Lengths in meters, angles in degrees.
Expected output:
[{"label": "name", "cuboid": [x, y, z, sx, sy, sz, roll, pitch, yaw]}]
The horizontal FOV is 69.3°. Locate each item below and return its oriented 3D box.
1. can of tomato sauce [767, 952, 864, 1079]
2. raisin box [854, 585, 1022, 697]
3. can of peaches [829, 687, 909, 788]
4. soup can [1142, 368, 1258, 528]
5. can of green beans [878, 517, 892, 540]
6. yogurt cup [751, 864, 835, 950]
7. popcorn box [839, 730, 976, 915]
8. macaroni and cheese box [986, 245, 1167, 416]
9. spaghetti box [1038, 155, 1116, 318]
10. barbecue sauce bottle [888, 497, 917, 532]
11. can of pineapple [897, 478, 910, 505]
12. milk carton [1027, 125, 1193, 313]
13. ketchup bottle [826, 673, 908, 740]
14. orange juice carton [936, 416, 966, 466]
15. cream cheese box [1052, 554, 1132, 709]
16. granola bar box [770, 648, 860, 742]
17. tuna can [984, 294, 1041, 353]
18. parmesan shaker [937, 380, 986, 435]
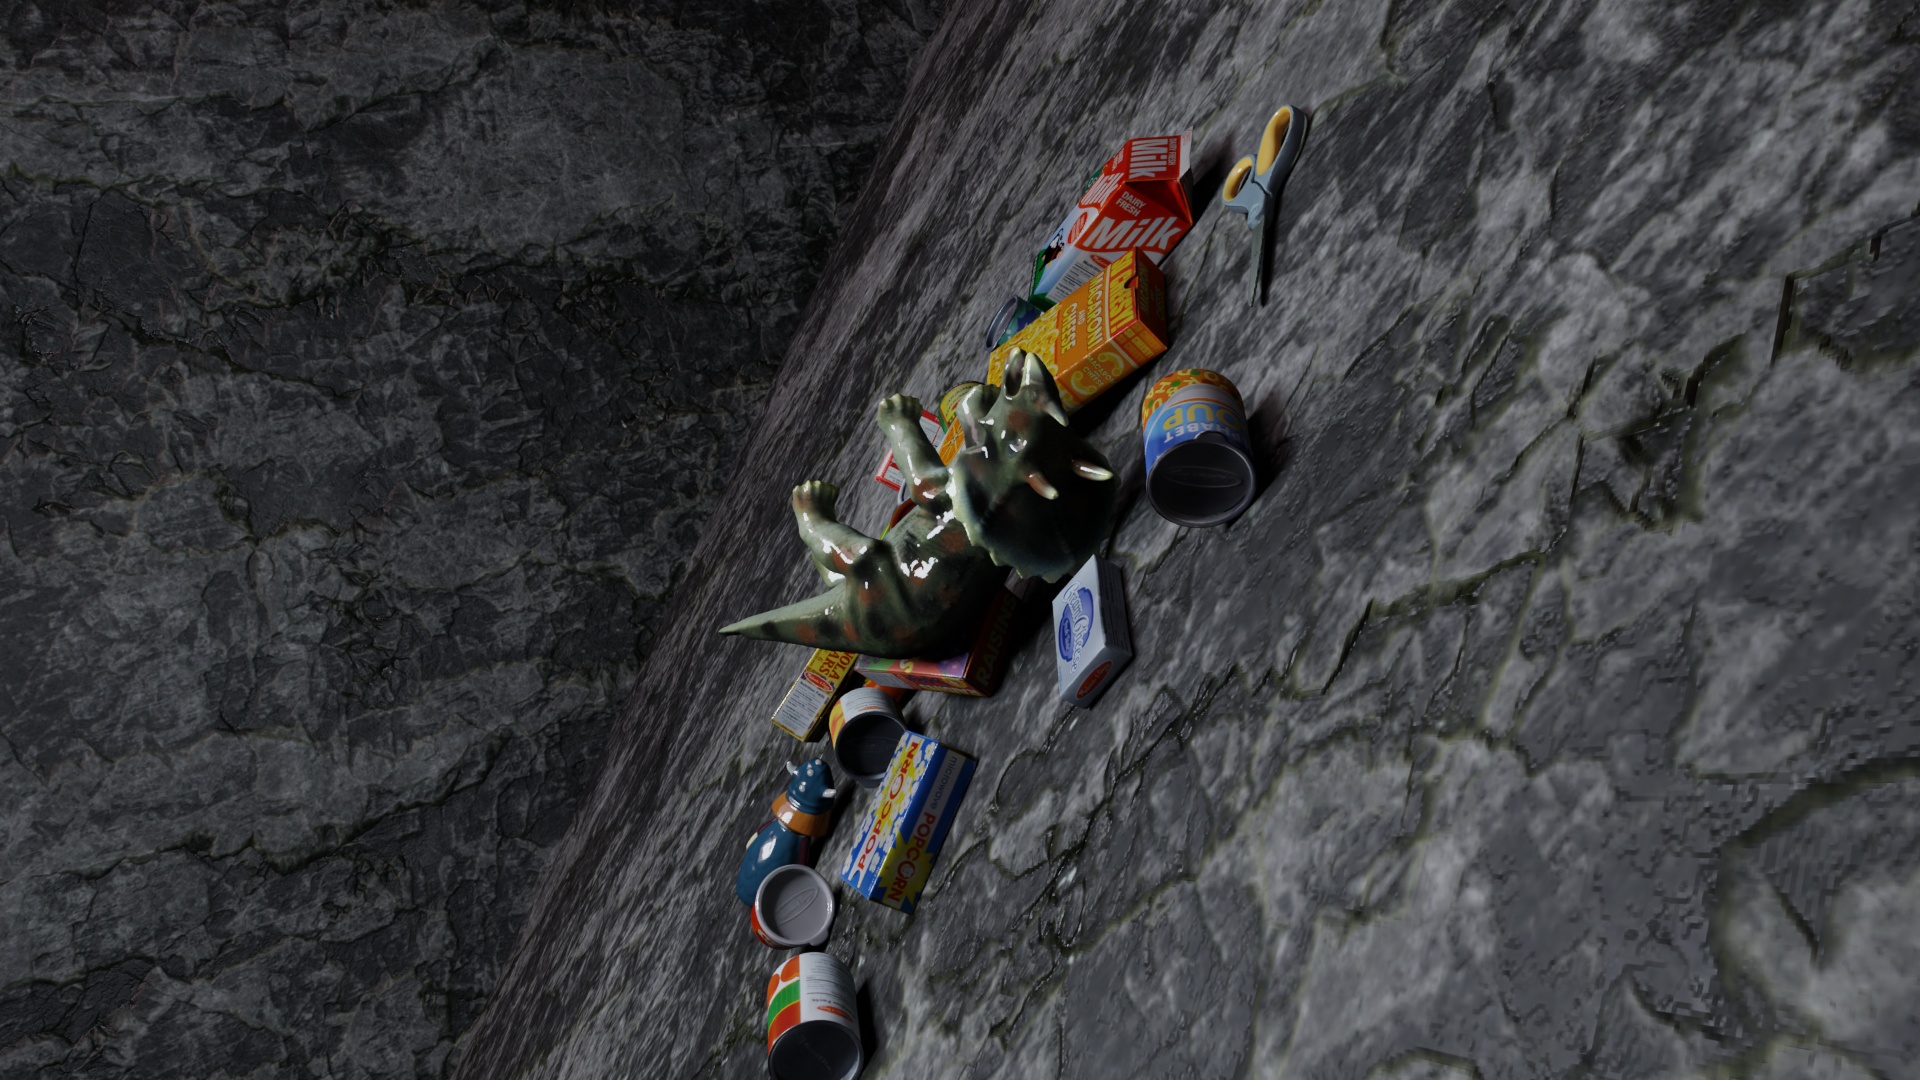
[{"label": "can of tomato sauce", "cuboid": [-0.107, 0.349, 0.999, 0.071, 0.071, 0.083, -60, 16, 11]}, {"label": "raisin box", "cuboid": [-0.018, 0.076, 1.119, 0.123, 0.040, 0.086, 0, 60, 42]}, {"label": "can of peaches", "cuboid": [-0.078, 0.169, 1.196, 0.071, 0.071, 0.058, -60, 17, 9]}, {"label": "soup can", "cuboid": [0.148, -0.061, 0.863, 0.071, 0.071, 0.084, -52, 20, 33]}, {"label": "can of green beans", "cuboid": [-0.052, 0.015, 1.352, 0.057, 0.071, 0.071, -56, 18, 21]}, {"label": "yogurt cup", "cuboid": [-0.145, 0.314, 1.177, 0.053, 0.072, 0.073, 127, 163, -56]}, {"label": "popcorn box", "cuboid": [-0.040, 0.212, 1.061, 0.127, 0.038, 0.085, -66, 18, -10]}, {"label": "macaroni and cheese box", "cuboid": [0.093, -0.157, 1.152, 0.166, 0.040, 0.124, -34, 28, 29]}, {"label": "spaghetti box", "cuboid": [0.114, -0.263, 1.347, 0.050, 0.028, 0.251, -29, 37, 62]}, {"label": "barbecue sauce bottle", "cuboid": [-0.046, 0.029, 1.267, 0.147, 0.044, 0.065, 100, -162, -47]}, {"label": "can of pineapple", "cuboid": [-0.021, -0.052, 1.376, 0.070, 0.058, 0.071, -54, 19, 28]}, {"label": "milk carton", "cuboid": [0.141, -0.272, 1.201, 0.189, 0.073, 0.073, -47, 22, 41]}, {"label": "ketchup bottle", "cuboid": [-0.072, 0.132, 1.272, 0.148, 0.043, 0.065, -54, 15, 28]}, {"label": "orange juice carton", "cuboid": [0.028, -0.051, 1.202, 0.072, 0.072, 0.193, -57, 17, 22]}, {"label": "cream cheese box", "cuboid": [0.088, 0.060, 0.935, 0.053, 0.024, 0.104, -52, 20, 28]}, {"label": "granola bar box", "cuboid": [-0.122, 0.131, 1.320, 0.124, 0.039, 0.165, -57, -4, -8]}, {"label": "tuna can", "cuboid": [0.054, -0.218, 1.450, 0.070, 0.033, 0.071, -54, 18, 28]}, {"label": "parmesan shaker", "cuboid": [0.013, -0.111, 1.343, 0.071, 0.071, 0.103, -59, 17, 13]}]
